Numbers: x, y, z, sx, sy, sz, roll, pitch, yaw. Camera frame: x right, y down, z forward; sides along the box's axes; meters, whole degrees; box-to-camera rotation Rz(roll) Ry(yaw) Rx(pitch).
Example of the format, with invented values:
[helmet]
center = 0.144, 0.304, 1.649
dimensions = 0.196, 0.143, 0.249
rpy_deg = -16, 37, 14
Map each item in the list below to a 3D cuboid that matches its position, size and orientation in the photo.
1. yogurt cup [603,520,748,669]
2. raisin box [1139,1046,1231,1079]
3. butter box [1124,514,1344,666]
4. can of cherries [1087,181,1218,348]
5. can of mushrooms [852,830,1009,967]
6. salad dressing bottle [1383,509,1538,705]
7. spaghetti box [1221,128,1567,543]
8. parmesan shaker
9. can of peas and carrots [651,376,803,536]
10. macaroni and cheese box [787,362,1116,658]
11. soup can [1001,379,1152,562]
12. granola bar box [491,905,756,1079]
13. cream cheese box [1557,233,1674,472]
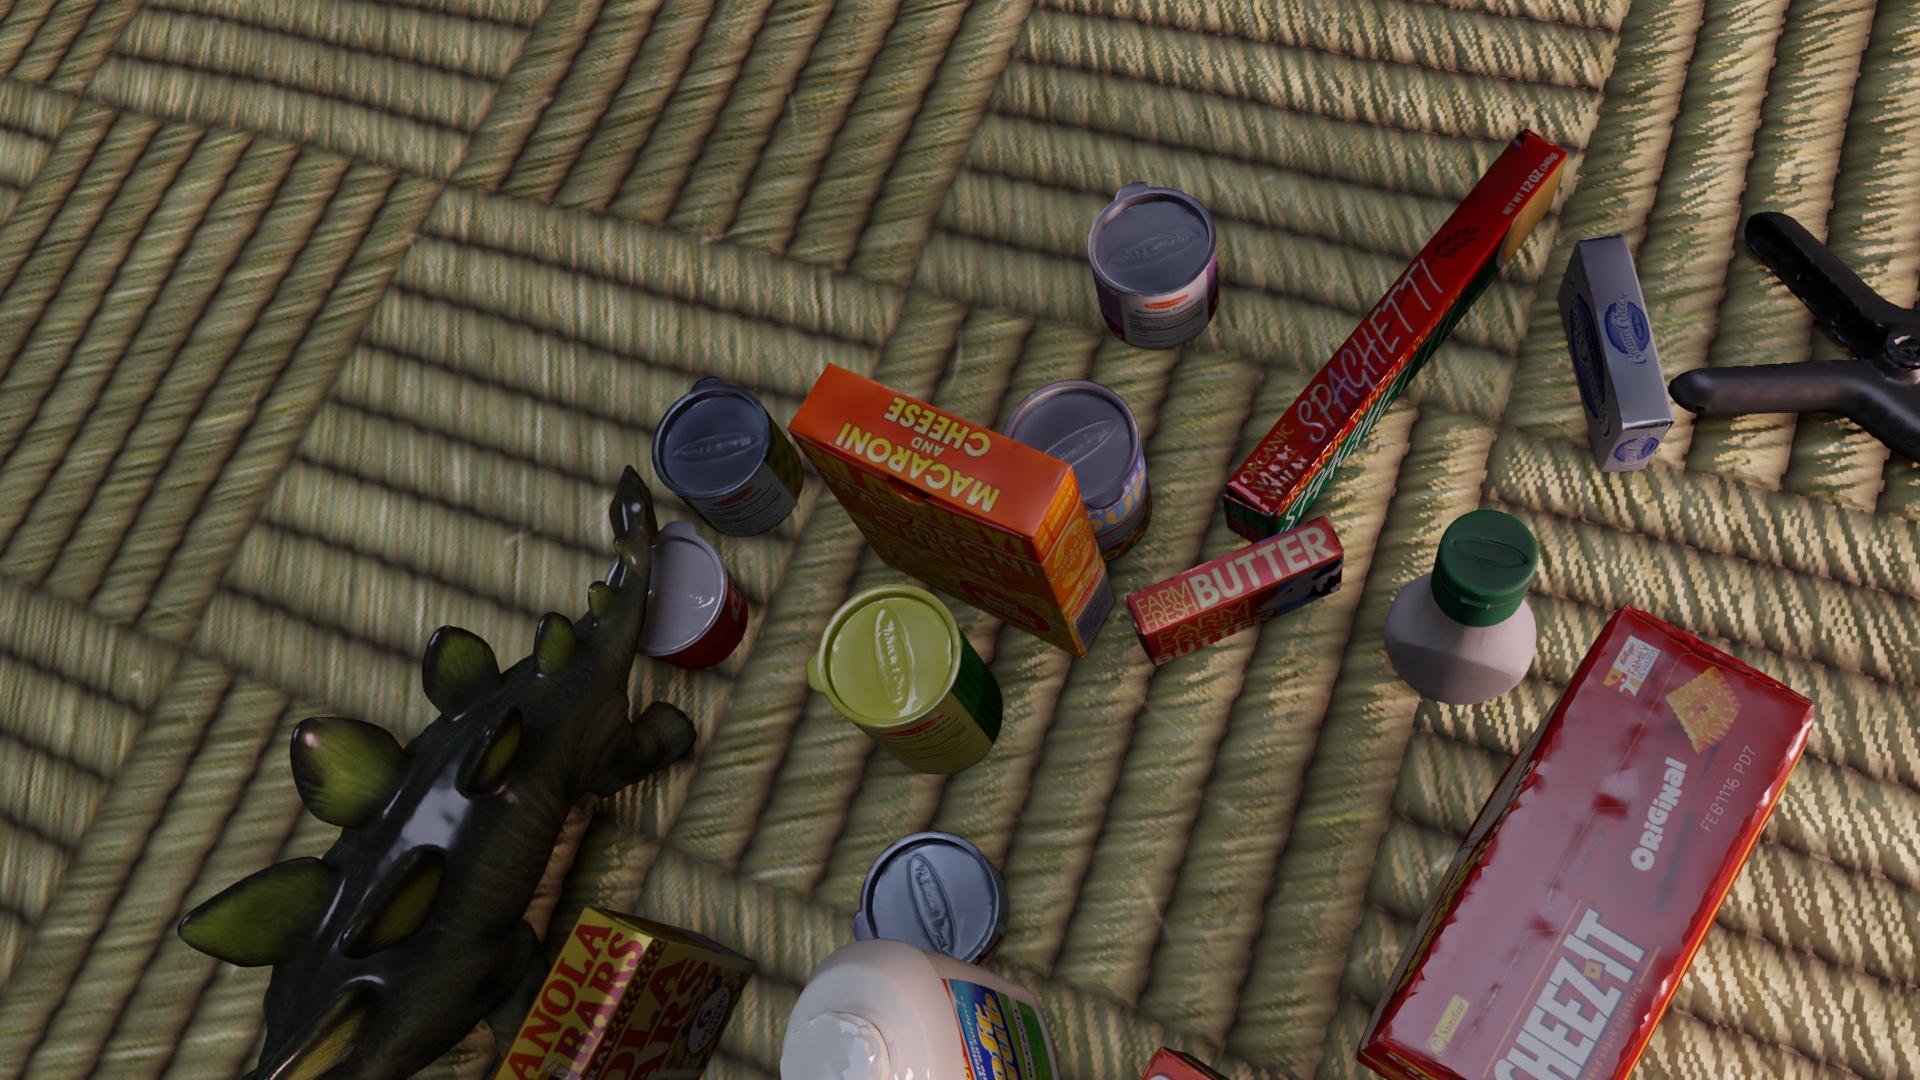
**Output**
[yogurt cup]
center = -0.146, 0.034, 0.727
dimensions = 0.072, 0.053, 0.072
rpy_deg = -4, 68, 11
[raisin box]
center = 0.110, 0.240, 0.547
dimensions = 0.086, 0.123, 0.040
rpy_deg = 29, 78, 21
[butter box]
center = 0.132, 0.025, 0.668
dimensions = 0.103, 0.053, 0.024
rpy_deg = -23, 66, 3
[can of cherries]
center = 0.104, -0.146, 0.741
dimensions = 0.071, 0.058, 0.072
rpy_deg = -4, 68, 11
[can of mushrooms]
center = -0.014, 0.173, 0.652
dimensions = 0.071, 0.033, 0.071
rpy_deg = -4, 68, 11
[salad dressing bottle]
center = 0.217, 0.031, 0.594
dimensions = 0.064, 0.147, 0.044
rpy_deg = 16, 74, 18
[spaghetti box]
center = 0.219, -0.100, 0.700
dimensions = 0.029, 0.050, 0.250
rpy_deg = 37, 80, 23
[parmesan shaker]
center = -0.024, 0.069, 0.658
dimensions = 0.071, 0.102, 0.071
rpy_deg = -5, 68, 11
[can of peas and carrots]
center = -0.125, -0.044, 0.751
dimensions = 0.071, 0.058, 0.071
rpy_deg = -4, 68, 11
[macaroni and cheese box]
center = 0.002, -0.008, 0.648
dimensions = 0.124, 0.166, 0.040
rpy_deg = 25, 76, 21
[soup can]
center = 0.061, -0.029, 0.689
dimensions = 0.071, 0.083, 0.071
rpy_deg = -4, 68, 11
[granola bar box]
center = -0.163, 0.248, 0.605
dimensions = 0.039, 0.124, 0.166
rpy_deg = 21, 75, 20
[cream cheese box]
center = 0.316, -0.090, 0.672
dimensions = 0.024, 0.053, 0.104
rpy_deg = -7, 67, 10
